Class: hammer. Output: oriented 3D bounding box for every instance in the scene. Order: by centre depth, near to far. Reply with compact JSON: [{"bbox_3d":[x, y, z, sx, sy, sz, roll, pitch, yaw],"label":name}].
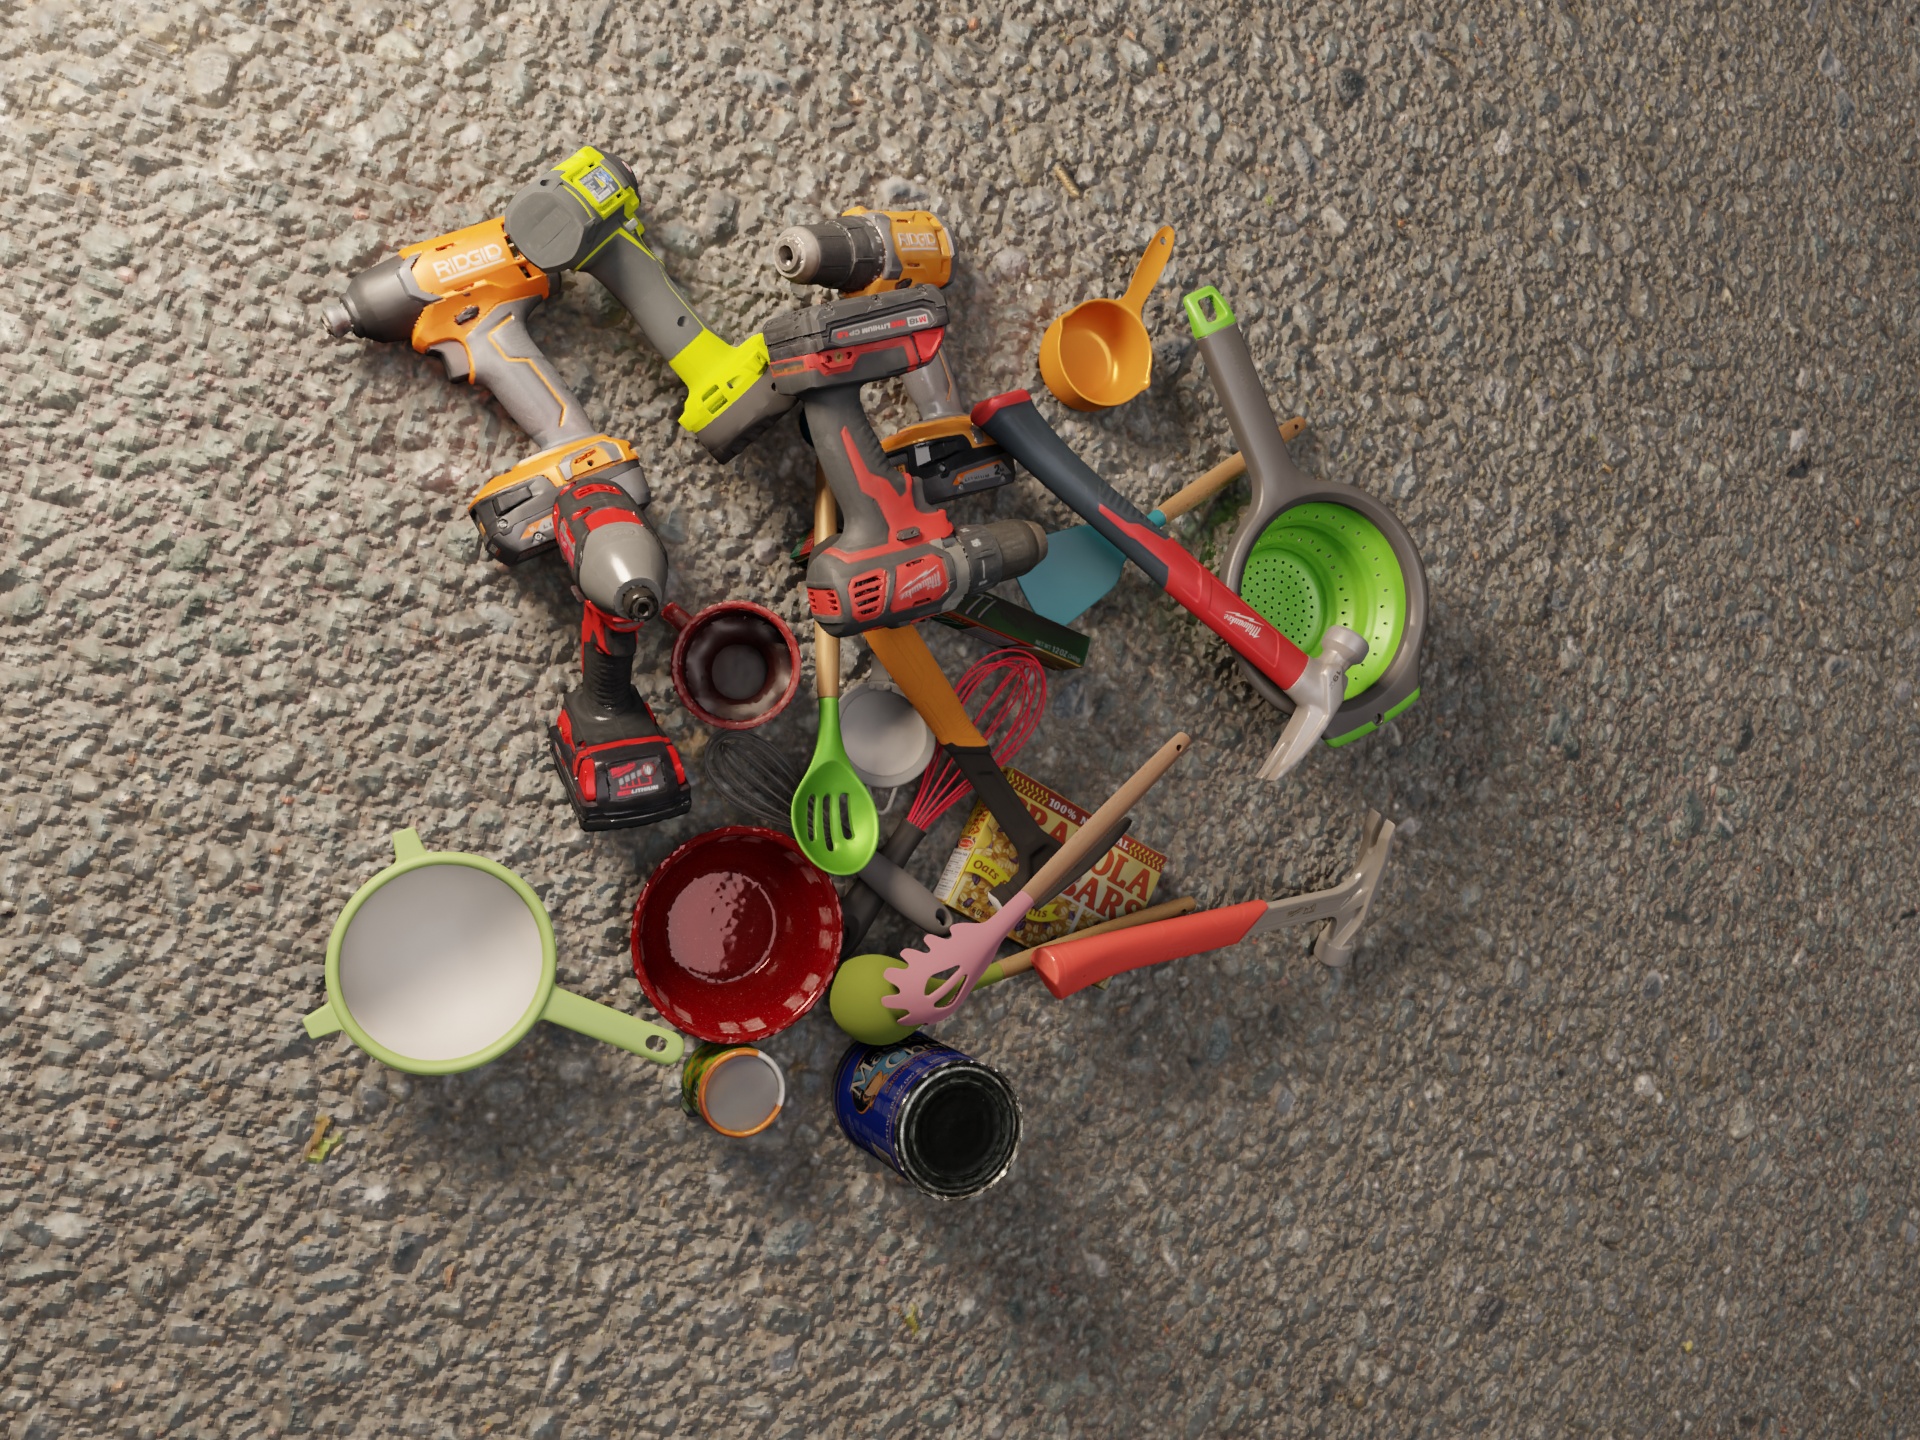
[{"bbox_3d":[-0.002,-0.004,1.204,0.127,0.034,0.336,-38,111,-7],"label":"hammer"},{"bbox_3d":[0.152,-0.112,1.244,0.386,0.038,0.143,37,79,-19],"label":"hammer"},{"bbox_3d":[0.213,0.164,1.307,0.359,0.037,0.149,-6,120,-34],"label":"hammer"}]

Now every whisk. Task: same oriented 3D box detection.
[{"bbox_3d":[-0.098,0.090,1.208,0.239,0.055,0.055,39,75,-6],"label":"whisk"},{"bbox_3d":[-0.025,0.068,1.260,0.073,0.073,0.296,37,82,-19],"label":"whisk"}]

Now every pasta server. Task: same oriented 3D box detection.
[{"bbox_3d":[0.065,0.115,1.208,0.316,0.040,0.060,-43,110,-19],"label":"pasta server"}]

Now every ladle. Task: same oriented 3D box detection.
[{"bbox_3d":[0.047,0.183,1.261,0.320,0.062,0.078,-15,126,-25],"label":"ladle"}]

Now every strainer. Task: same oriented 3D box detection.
[{"bbox_3d":[-0.318,0.187,1.124,0.256,0.069,0.151,27,77,-22],"label":"strainer"},{"bbox_3d":[-0.061,-0.055,1.221,0.087,0.050,0.258,2,111,10],"label":"strainer"}]

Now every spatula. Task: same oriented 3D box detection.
[{"bbox_3d":[0.182,-0.187,1.368,0.317,0.044,0.082,-34,102,-25],"label":"spatula"}]

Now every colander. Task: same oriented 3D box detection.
[{"bbox_3d":[0.261,-0.173,1.359,0.204,0.094,0.397,-28,101,-19],"label":"colander"}]

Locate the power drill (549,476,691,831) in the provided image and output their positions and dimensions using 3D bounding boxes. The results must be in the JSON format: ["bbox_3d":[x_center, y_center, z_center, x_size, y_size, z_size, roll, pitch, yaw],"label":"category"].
[{"bbox_3d":[-0.233,-0.040,1.081,0.078,0.143,0.219,-10,126,-24],"label":"power drill"}]

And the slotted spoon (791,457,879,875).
[{"bbox_3d":[-0.097,-0.042,1.183,0.070,0.031,0.314,1,84,-29],"label":"slotted spoon"}]

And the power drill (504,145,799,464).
[{"bbox_3d":[-0.209,-0.305,1.137,0.080,0.171,0.223,-35,111,22],"label":"power drill"}]

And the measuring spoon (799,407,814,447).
[{"bbox_3d":[-0.084,-0.195,1.251,0.042,0.021,0.128,-30,100,-21],"label":"measuring spoon"}]

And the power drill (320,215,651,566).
[{"bbox_3d":[-0.331,-0.228,1.116,0.164,0.084,0.226,-26,95,-21],"label":"power drill"}]

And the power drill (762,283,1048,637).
[{"bbox_3d":[-0.035,-0.183,1.116,0.188,0.080,0.226,-19,104,-29],"label":"power drill"}]

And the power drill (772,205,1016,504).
[{"bbox_3d":[-0.051,-0.274,1.203,0.185,0.084,0.226,-23,100,-53],"label":"power drill"}]

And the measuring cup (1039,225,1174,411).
[{"bbox_3d":[0.128,-0.337,1.329,0.095,0.052,0.174,33,76,-20],"label":"measuring cup"}]
